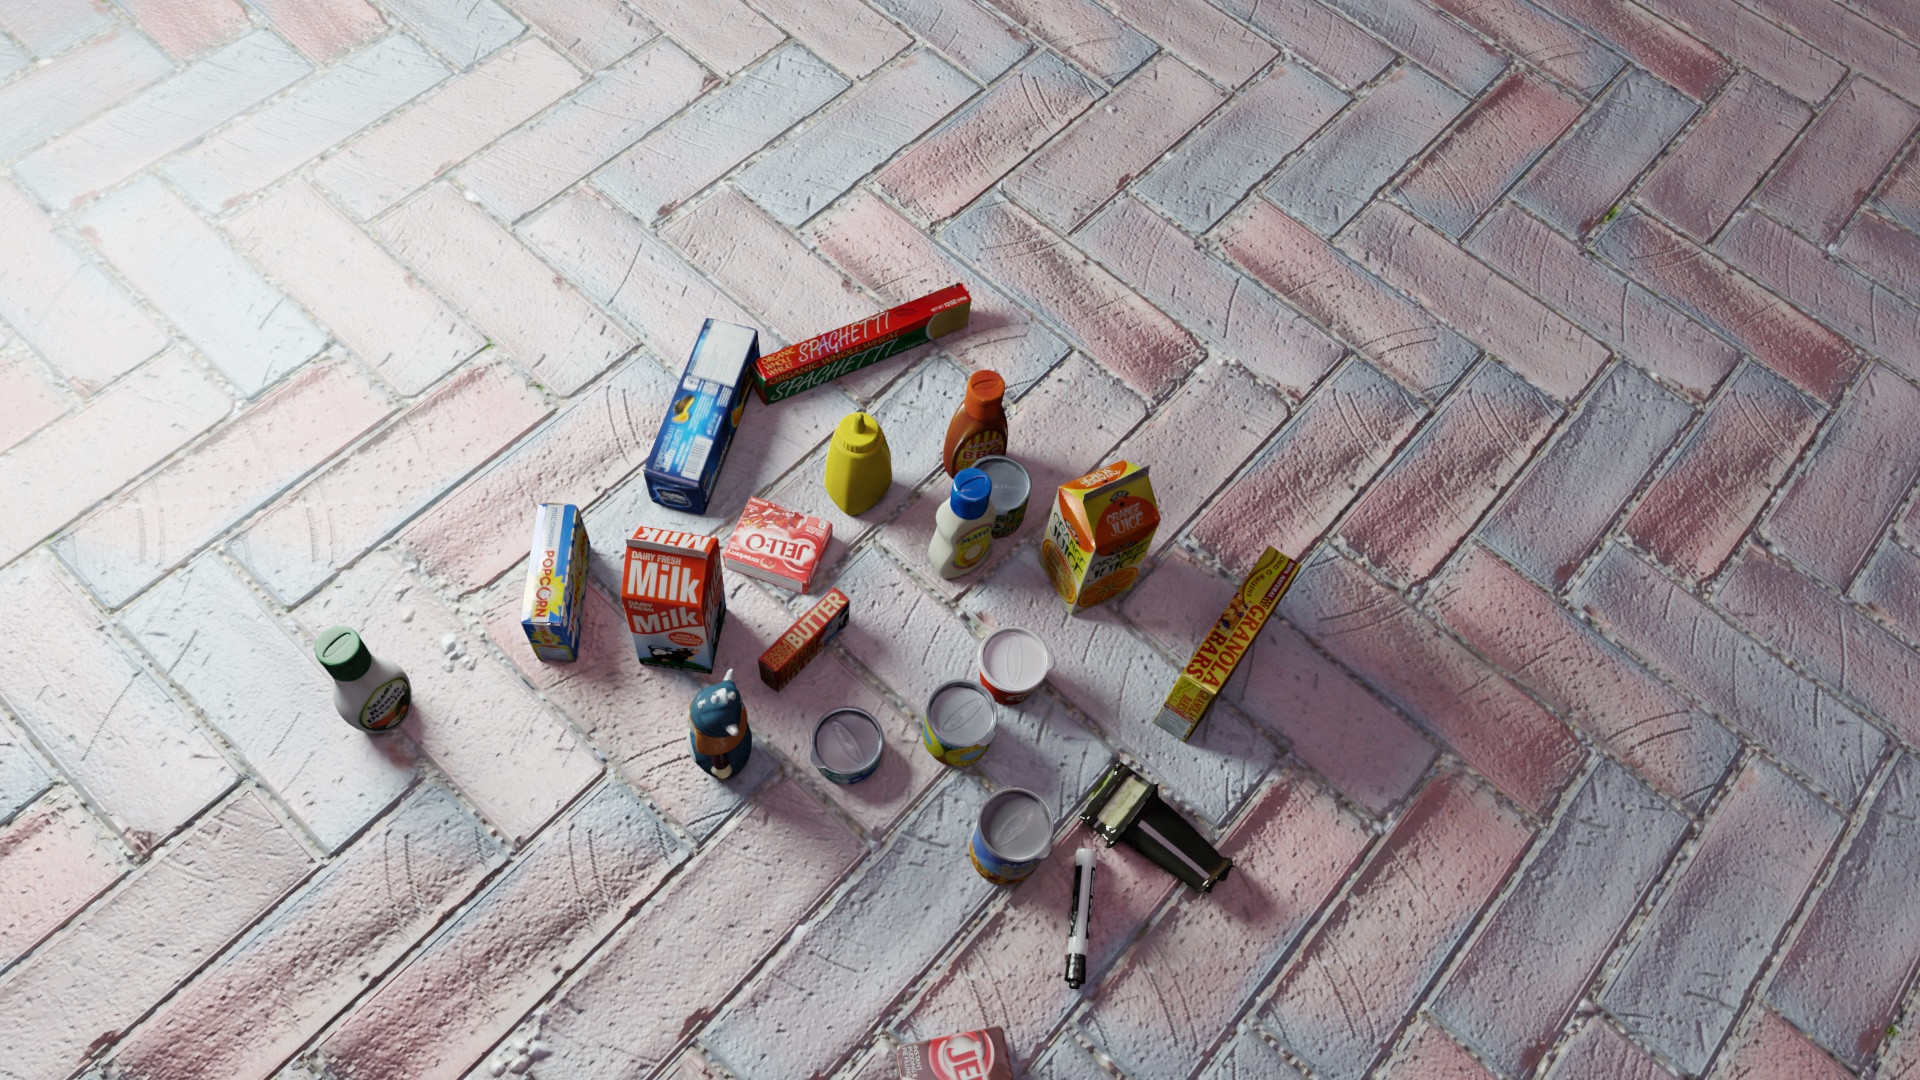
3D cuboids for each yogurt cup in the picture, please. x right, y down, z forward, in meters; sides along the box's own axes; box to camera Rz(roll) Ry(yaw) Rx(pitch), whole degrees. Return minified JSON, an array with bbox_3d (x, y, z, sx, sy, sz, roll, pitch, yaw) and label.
[{"bbox_3d":[0.048,0.121,1.314,0.072,0.053,0.073,2,61,-4],"label":"yogurt cup"}]

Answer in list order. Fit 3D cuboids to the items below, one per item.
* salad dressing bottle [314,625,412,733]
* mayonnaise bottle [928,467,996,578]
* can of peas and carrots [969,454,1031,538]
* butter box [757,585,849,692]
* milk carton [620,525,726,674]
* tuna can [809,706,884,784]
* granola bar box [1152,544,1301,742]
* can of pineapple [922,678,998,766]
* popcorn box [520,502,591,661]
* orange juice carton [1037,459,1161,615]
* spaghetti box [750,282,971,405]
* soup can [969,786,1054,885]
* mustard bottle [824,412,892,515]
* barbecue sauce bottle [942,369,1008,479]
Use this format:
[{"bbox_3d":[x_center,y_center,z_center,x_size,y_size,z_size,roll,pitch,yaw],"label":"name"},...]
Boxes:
[{"bbox_3d":[-0.520,0.120,1.206,0.044,0.147,0.064,35,64,13],"label":"salad dressing bottle"},{"bbox_3d":[0.005,-0.017,1.332,0.065,0.147,0.041,-25,67,-17],"label":"mayonnaise bottle"},{"bbox_3d":[0.036,-0.042,1.399,0.071,0.058,0.071,2,61,-4],"label":"can of peas and carrots"},{"bbox_3d":[-0.146,0.094,1.311,0.024,0.053,0.104,38,65,15],"label":"butter box"},{"bbox_3d":[-0.256,0.047,1.247,0.072,0.189,0.074,8,61,-1],"label":"milk carton"},{"bbox_3d":[-0.106,0.190,1.274,0.071,0.032,0.071,2,61,-4],"label":"tuna can"},{"bbox_3d":[0.251,0.099,1.307,0.039,0.123,0.166,33,64,12],"label":"granola bar box"},{"bbox_3d":[0.000,0.170,1.281,0.071,0.057,0.071,2,61,-4],"label":"can of pineapple"},{"bbox_3d":[-0.377,0.039,1.300,0.038,0.084,0.127,2,62,-5],"label":"popcorn box"},{"bbox_3d":[0.132,-0.010,1.315,0.072,0.191,0.073,-22,66,-16],"label":"orange juice carton"},{"bbox_3d":[-0.104,-0.211,1.483,0.251,0.050,0.029,-24,67,-17],"label":"spaghetti box"},{"bbox_3d":[0.045,0.263,1.220,0.071,0.083,0.071,2,62,-4],"label":"soup can"},{"bbox_3d":[-0.099,-0.083,1.351,0.065,0.159,0.049,-35,70,-21],"label":"mustard bottle"},{"bbox_3d":[0.019,-0.115,1.386,0.065,0.147,0.044,-13,64,-12],"label":"barbecue sauce bottle"}]
